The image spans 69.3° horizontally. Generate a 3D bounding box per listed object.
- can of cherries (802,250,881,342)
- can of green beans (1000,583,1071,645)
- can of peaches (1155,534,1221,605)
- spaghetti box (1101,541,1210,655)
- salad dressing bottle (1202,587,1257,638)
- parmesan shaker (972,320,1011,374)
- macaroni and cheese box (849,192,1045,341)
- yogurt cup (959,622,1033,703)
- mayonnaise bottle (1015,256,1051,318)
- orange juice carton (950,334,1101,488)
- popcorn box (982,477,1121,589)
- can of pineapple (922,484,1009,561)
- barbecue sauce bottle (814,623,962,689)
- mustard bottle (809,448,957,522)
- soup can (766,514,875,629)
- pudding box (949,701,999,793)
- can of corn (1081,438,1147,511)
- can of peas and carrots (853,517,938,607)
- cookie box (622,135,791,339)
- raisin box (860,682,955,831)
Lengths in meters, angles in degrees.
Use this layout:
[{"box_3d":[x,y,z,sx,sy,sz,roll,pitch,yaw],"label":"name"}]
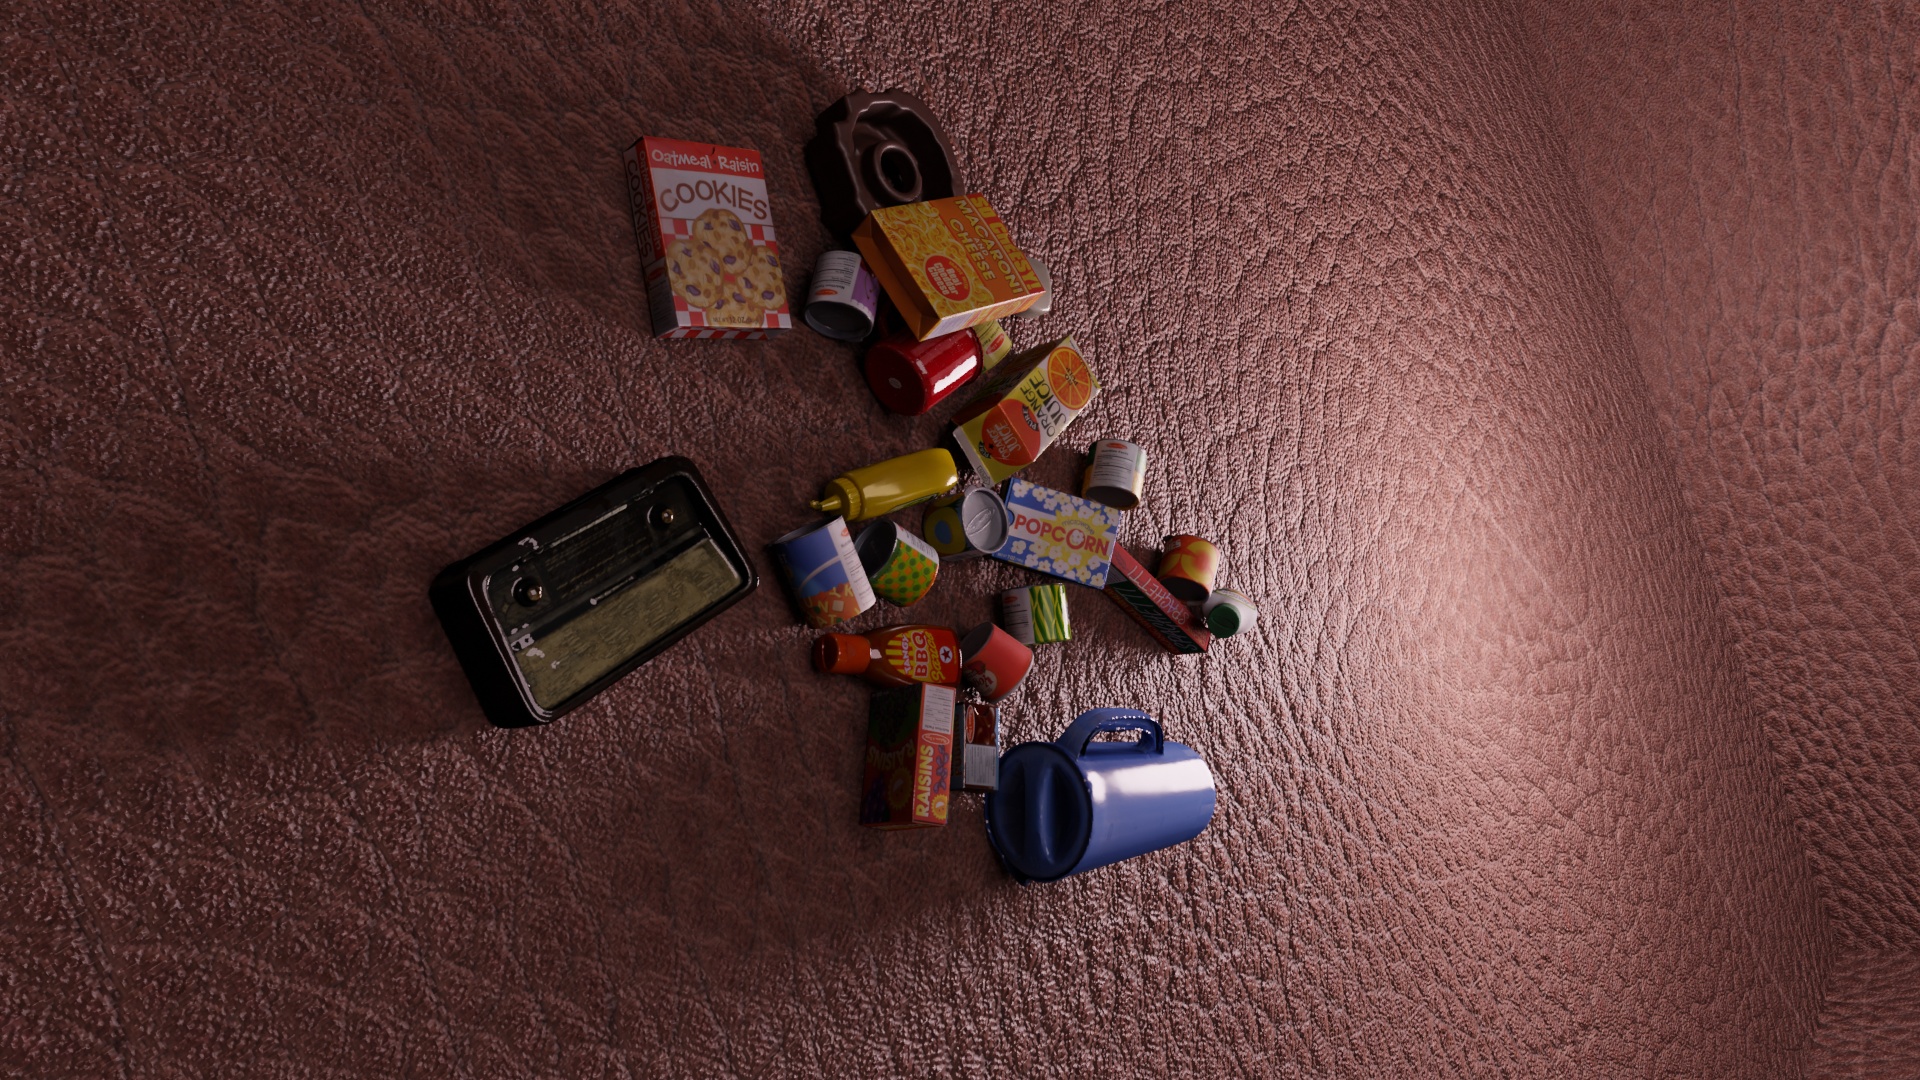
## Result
[{"box_3d":[-0.109,-0.228,1.303,0.071,0.071,0.058,28,61,-37],"label":"can of cherries"},{"box_3d":[0.077,0.076,1.407,0.071,0.071,0.058,0,81,-45],"label":"can of green beans"},{"box_3d":[0.259,0.034,1.599,0.071,0.071,0.058,39,56,-32],"label":"can of peaches"},{"box_3d":[0.188,0.051,1.534,0.249,0.050,0.029,41,56,-31],"label":"spaghetti box"},{"box_3d":[0.308,0.086,1.602,0.044,0.064,0.148,-66,169,10],"label":"salad dressing bottle"},{"box_3d":[-0.002,-0.223,1.404,0.103,0.071,0.072,52,49,-21],"label":"parmesan shaker"},{"box_3d":[-0.008,-0.264,1.322,0.167,0.040,0.124,-25,80,-47],"label":"macaroni and cheese box"},{"box_3d":[0.030,0.117,1.354,0.054,0.072,0.073,43,53,-19],"label":"yogurt cup"},{"box_3d":[0.033,-0.279,1.471,0.148,0.041,0.065,7,74,-42],"label":"mayonnaise bottle"},{"box_3d":[0.060,-0.131,1.437,0.194,0.073,0.071,-47,113,-40],"label":"orange juice carton"},{"box_3d":[0.094,-0.006,1.419,0.127,0.038,0.085,17,84,-16],"label":"popcorn box"},{"box_3d":[0.005,-0.017,1.365,0.071,0.057,0.071,13,71,-42],"label":"can of pineapple"},{"box_3d":[-0.066,0.107,1.276,0.149,0.043,0.065,8,71,-43],"label":"barbecue sauce bottle"},{"box_3d":[-0.077,-0.047,1.292,0.161,0.065,0.049,-19,89,-40],"label":"mustard bottle"},{"box_3d":[-0.122,0.029,1.226,0.072,0.071,0.083,-30,102,-44],"label":"soup can"},{"box_3d":[0.011,0.200,1.338,0.050,0.030,0.084,14,71,-41],"label":"pudding box"},{"box_3d":[0.170,-0.071,1.538,0.071,0.071,0.058,31,61,-36],"label":"can of corn"},{"box_3d":[-0.064,0.023,1.284,0.058,0.071,0.071,34,58,-35],"label":"can of peas and carrots"},{"box_3d":[-0.220,-0.263,1.217,0.123,0.040,0.167,-7,85,-45],"label":"cookie box"},{"box_3d":[-0.047,0.194,1.242,0.040,0.086,0.124,17,68,-35],"label":"raisin box"}]
